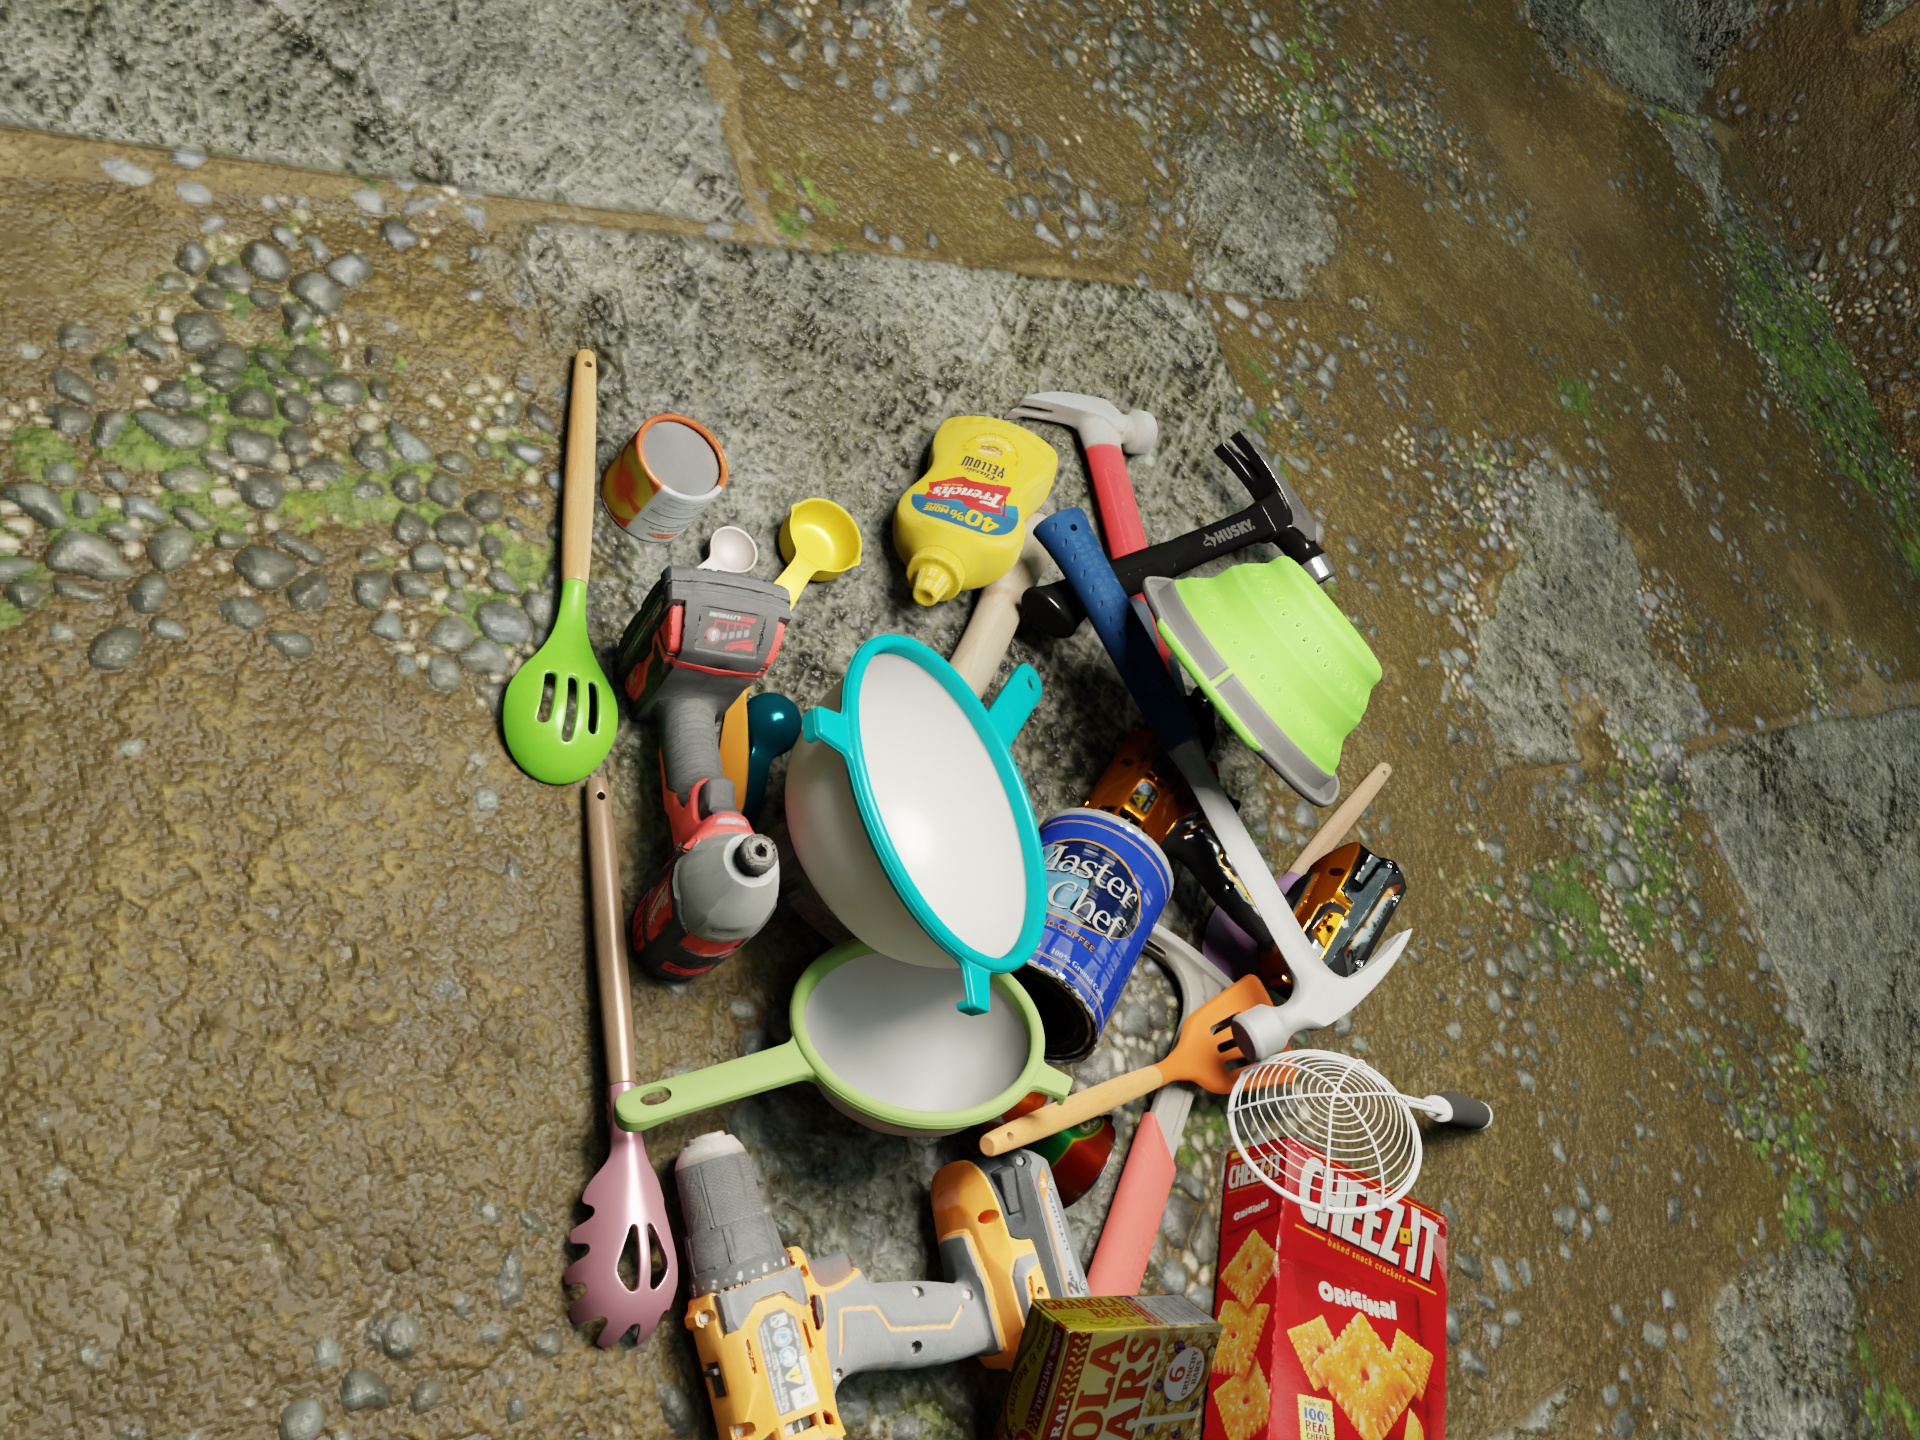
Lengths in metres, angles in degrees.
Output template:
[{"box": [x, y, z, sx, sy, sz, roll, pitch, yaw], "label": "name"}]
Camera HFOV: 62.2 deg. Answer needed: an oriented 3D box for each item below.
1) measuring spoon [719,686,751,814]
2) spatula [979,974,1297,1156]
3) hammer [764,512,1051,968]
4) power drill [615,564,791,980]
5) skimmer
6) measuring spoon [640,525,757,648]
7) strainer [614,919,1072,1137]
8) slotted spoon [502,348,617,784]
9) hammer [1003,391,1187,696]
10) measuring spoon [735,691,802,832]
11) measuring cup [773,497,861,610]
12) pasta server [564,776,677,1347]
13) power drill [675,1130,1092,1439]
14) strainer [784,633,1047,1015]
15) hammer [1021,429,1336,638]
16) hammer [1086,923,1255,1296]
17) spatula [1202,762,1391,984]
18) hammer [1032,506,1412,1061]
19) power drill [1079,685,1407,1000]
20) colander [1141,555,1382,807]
[{"box": [-0.145, 0.017, 1.012, 0.021, 0.011, 0.117, -4, 61, 8], "label": "measuring spoon"}, {"box": [0.118, 0.230, 1.018, 0.322, 0.041, 0.081, -3, 69, -53], "label": "spatula"}, {"box": [-0.002, -0.004, 1.124, 0.146, 0.038, 0.411, 41, 48, -15], "label": "hammer"}, {"box": [-0.146, 0.028, 0.925, 0.078, 0.143, 0.220, 8, 60, -27], "label": "power drill"}, {"box": [0.308, 0.298, 1.146, 0.127, 0.090, 0.363, 41, 9, 35], "label": "skimmer"}, {"box": [-0.180, -0.085, 1.048, 0.034, 0.018, 0.124, 46, 55, -8], "label": "measuring spoon"}, {"box": [-0.075, 0.207, 0.912, 0.256, 0.069, 0.152, -10, 40, -28], "label": "strainer"}, {"box": [-0.244, -0.108, 1.000, 0.070, 0.031, 0.314, 13, 58, -30], "label": "slotted spoon"}, {"box": [0.136, -0.088, 1.273, 0.143, 0.038, 0.387, 2, 66, -35], "label": "hammer"}, {"box": [-0.127, 0.034, 1.016, 0.042, 0.021, 0.129, 29, 52, -23], "label": "measuring spoon"}, {"box": [-0.121, -0.090, 1.087, 0.062, 0.029, 0.157, 40, 55, -14], "label": "measuring cup"}, {"box": [-0.195, 0.179, 0.889, 0.060, 0.040, 0.316, 8, 59, -35], "label": "pasta server"}, {"box": [-0.050, 0.306, 0.899, 0.226, 0.084, 0.185, -7, 71, -35], "label": "power drill"}, {"box": [-0.023, 0.040, 1.007, 0.211, 0.095, 0.340, 61, 23, -11], "label": "strainer"}, {"box": [0.169, -0.136, 1.273, 0.335, 0.035, 0.146, -24, 83, -40], "label": "hammer"}, {"box": [0.114, 0.305, 1.051, 0.149, 0.036, 0.359, 40, 49, -14], "label": "hammer"}, {"box": [0.281, 0.113, 1.292, 0.060, 0.018, 0.316, 53, 48, -1], "label": "spatula"}, {"box": [0.167, 0.026, 1.120, 0.144, 0.035, 0.406, -23, 75, -18], "label": "hammer"}, {"box": [0.208, 0.087, 1.166, 0.226, 0.084, 0.164, 36, 67, -1], "label": "power drill"}, {"box": [0.254, -0.045, 1.187, 0.205, 0.094, 0.397, 54, 16, 13], "label": "colander"}]
